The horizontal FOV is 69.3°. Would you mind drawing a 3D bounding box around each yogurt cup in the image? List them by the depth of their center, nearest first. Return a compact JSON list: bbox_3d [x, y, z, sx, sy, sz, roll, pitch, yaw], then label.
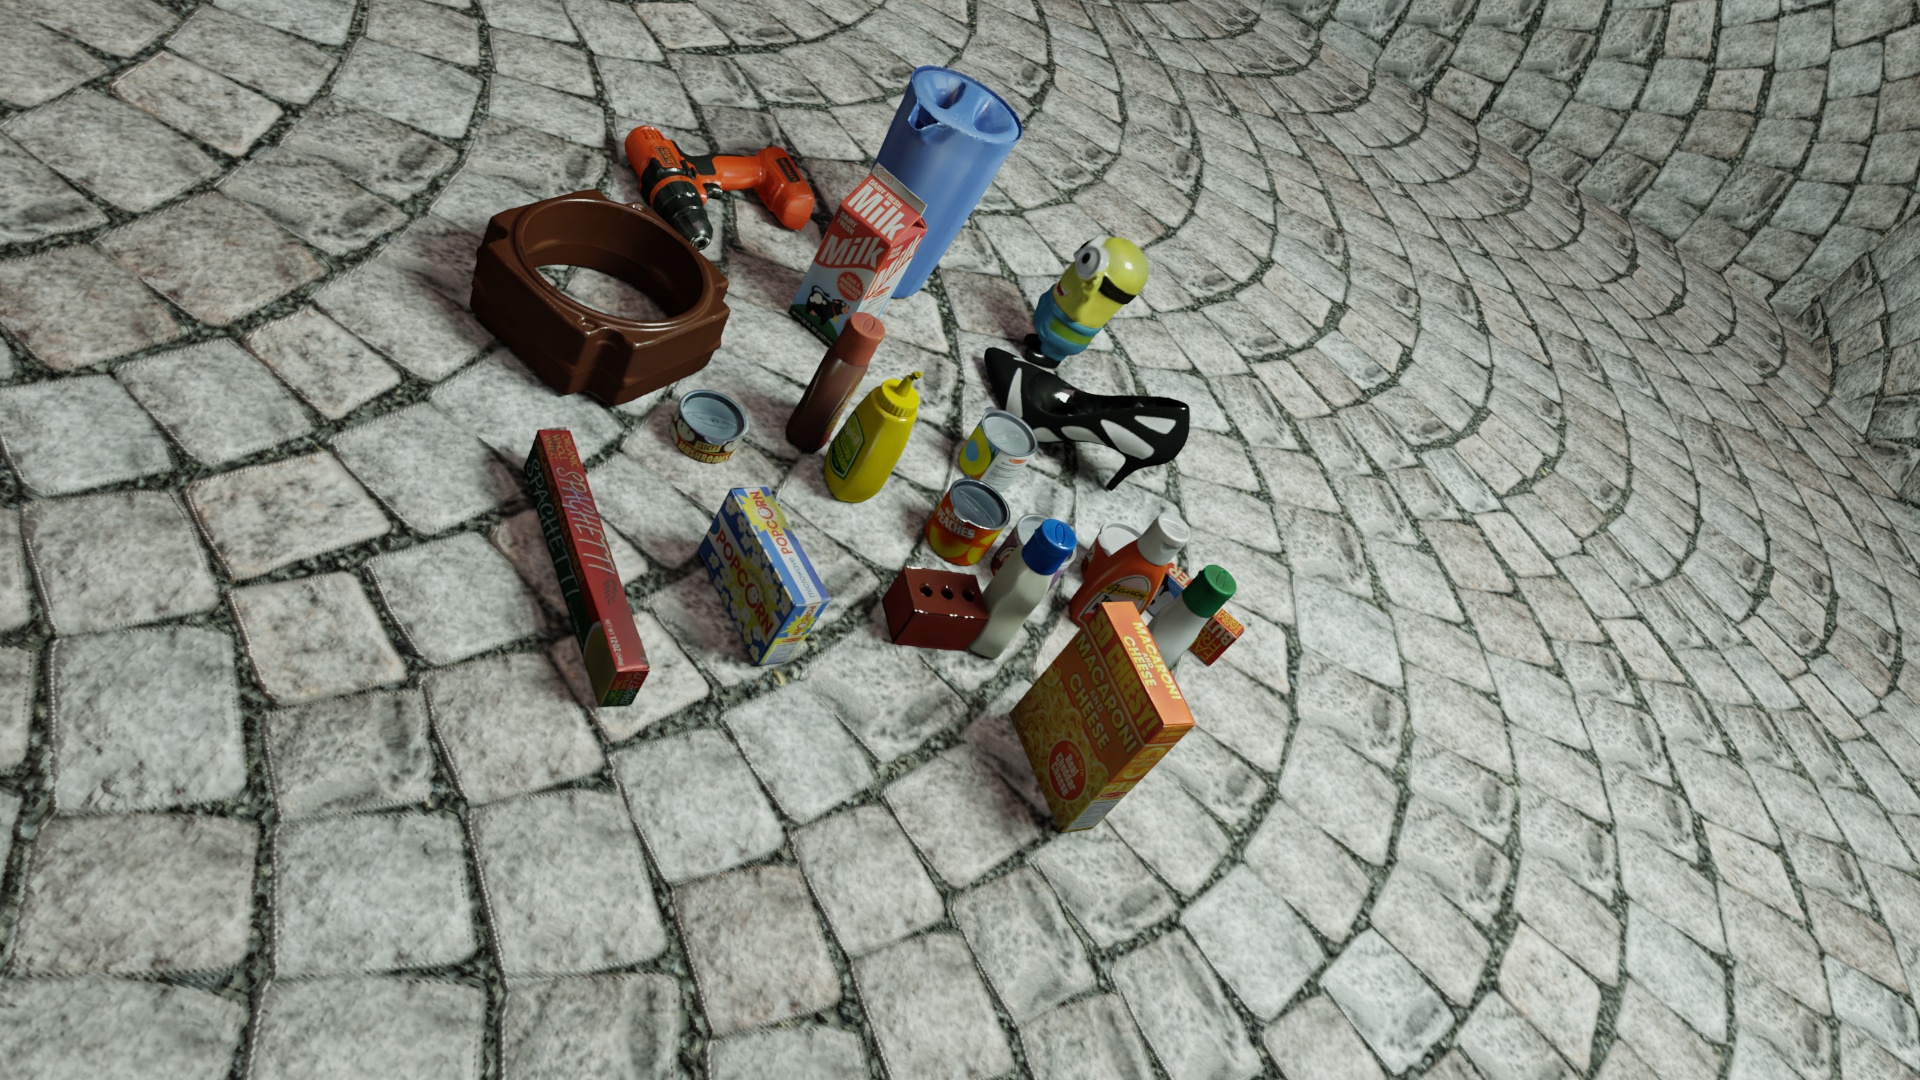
[{"bbox_3d":[0.159,0.021,1.420,0.072,0.053,0.073,20,41,-18],"label":"yogurt cup"}]

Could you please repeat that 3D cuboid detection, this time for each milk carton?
[{"bbox_3d":[-0.101,-0.297,1.450,0.072,0.189,0.074,41,39,7],"label":"milk carton"}]

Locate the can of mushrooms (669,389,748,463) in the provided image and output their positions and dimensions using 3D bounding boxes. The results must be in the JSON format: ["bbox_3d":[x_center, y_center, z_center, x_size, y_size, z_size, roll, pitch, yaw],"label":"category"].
[{"bbox_3d":[-0.233,-0.104,1.285,0.071,0.033,0.071,20,41,-18],"label":"can of mushrooms"}]

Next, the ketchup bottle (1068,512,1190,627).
[{"bbox_3d":[0.166,0.033,1.338,0.065,0.148,0.044,23,41,-15],"label":"ketchup bottle"}]

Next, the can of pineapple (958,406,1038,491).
[{"bbox_3d":[0.038,-0.095,1.448,0.071,0.057,0.071,20,41,-18],"label":"can of pineapple"}]

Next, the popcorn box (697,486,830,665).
[{"bbox_3d":[-0.165,0.029,1.158,0.038,0.084,0.127,-8,55,-40],"label":"popcorn box"}]

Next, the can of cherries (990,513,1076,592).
[{"bbox_3d":[0.069,0.018,1.356,0.071,0.058,0.072,20,41,-18],"label":"can of cherries"}]

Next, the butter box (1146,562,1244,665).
[{"bbox_3d":[0.235,0.075,1.419,0.103,0.052,0.024,43,39,9],"label":"butter box"}]

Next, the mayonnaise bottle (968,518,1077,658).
[{"bbox_3d":[0.054,0.041,1.251,0.041,0.147,0.065,22,41,-16],"label":"mayonnaise bottle"}]

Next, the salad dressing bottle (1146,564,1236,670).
[{"bbox_3d":[0.205,0.081,1.318,0.044,0.147,0.064,34,39,-1],"label":"salad dressing bottle"}]

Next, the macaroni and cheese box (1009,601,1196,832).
[{"bbox_3d":[0.116,0.149,1.171,0.040,0.165,0.124,1,50,-35],"label":"macaroni and cheese box"}]

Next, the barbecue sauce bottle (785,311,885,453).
[{"bbox_3d":[-0.118,-0.153,1.325,0.043,0.147,0.065,30,39,-7],"label":"barbecue sauce bottle"}]

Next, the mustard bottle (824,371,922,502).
[{"bbox_3d":[-0.077,-0.104,1.296,0.049,0.159,0.065,3,49,-33],"label":"mustard bottle"}]

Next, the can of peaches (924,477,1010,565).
[{"bbox_3d":[0.005,-0.017,1.346,0.071,0.057,0.071,20,41,-18],"label":"can of peaches"}]

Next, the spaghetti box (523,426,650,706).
[{"bbox_3d":[-0.300,0.016,1.104,0.029,0.050,0.251,-1,51,-37],"label":"spaghetti box"}]
